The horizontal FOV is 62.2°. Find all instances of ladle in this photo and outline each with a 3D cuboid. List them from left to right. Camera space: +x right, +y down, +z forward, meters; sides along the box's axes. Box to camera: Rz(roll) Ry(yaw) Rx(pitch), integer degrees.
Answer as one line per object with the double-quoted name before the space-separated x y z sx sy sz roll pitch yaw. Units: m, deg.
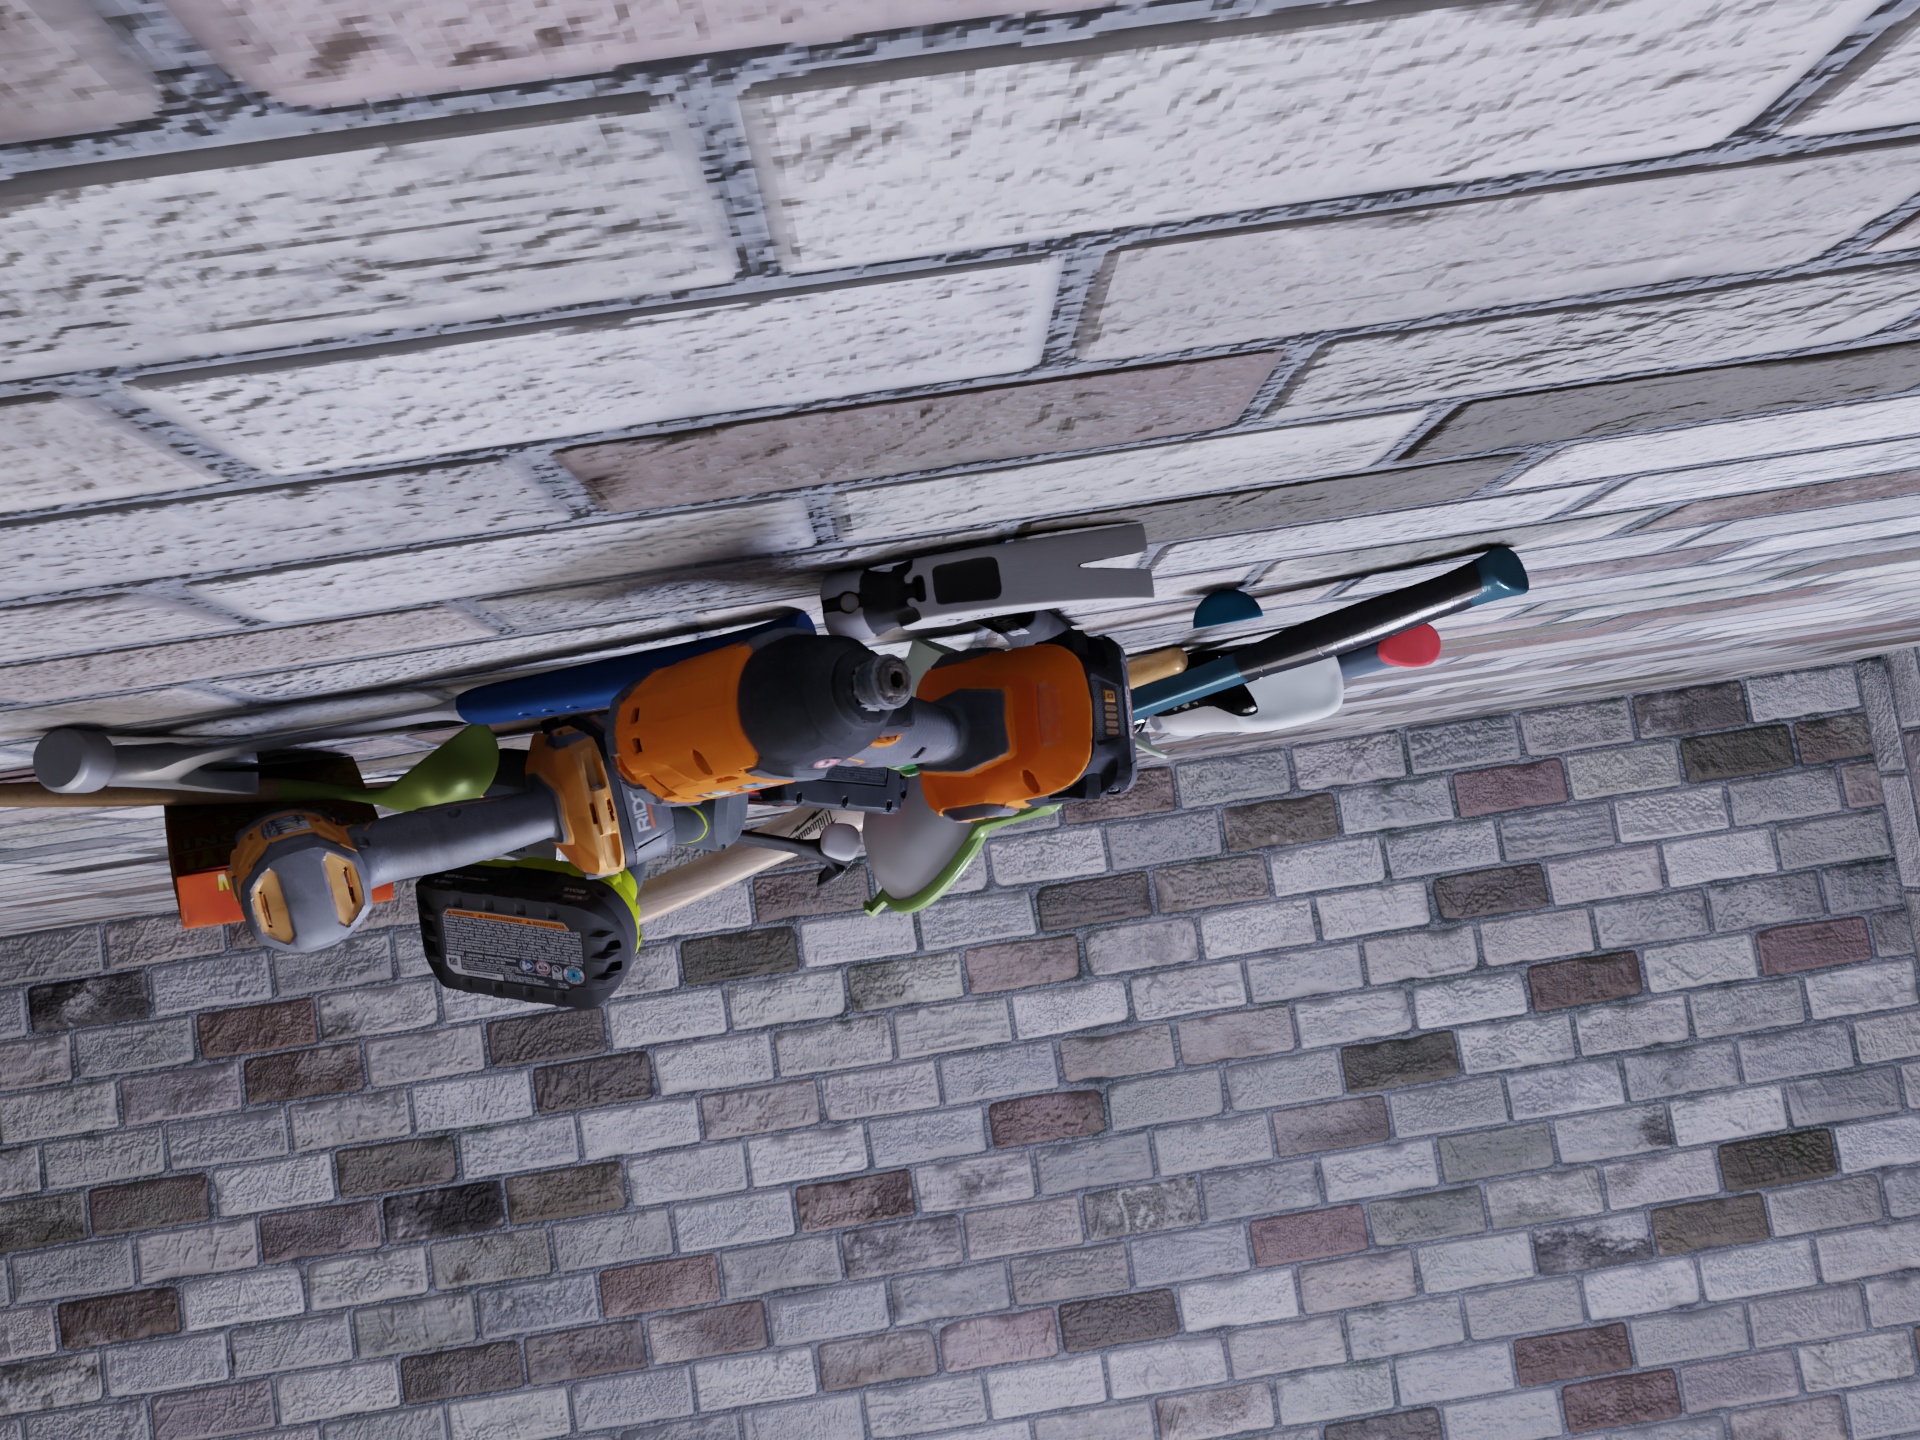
"ladle" -0.456 0.032 1.002 0.320 0.062 0.078 -1 -179 -8

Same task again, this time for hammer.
"hammer" -0.272 -0.006 0.855 0.405 0.035 0.144 -10 174 11
"hammer" -0.255 0.083 1.294 0.336 0.034 0.127 11 162 -11
"hammer" -0.218 0.144 1.424 0.410 0.146 0.038 -23 175 -1
"hammer" 0.041 -0.053 0.858 0.146 0.035 0.334 -9 175 11
"hammer" 0.192 -0.039 1.012 0.331 0.033 0.128 -20 163 24
"hammer" 0.323 -0.039 1.467 0.143 0.038 0.386 -8 175 -22

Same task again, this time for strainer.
"strainer" -0.011 0.064 1.218 0.069 0.151 0.256 33 156 -19

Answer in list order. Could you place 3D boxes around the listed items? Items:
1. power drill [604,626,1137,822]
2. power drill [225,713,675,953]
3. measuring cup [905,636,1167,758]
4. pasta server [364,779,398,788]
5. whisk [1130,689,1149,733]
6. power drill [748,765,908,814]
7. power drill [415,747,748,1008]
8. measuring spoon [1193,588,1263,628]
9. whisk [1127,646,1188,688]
"power drill" -0.021 0.000 0.717 0.226 0.084 0.164 2 170 -44
"power drill" -0.297 0.060 0.907 0.226 0.084 0.185 -16 -167 -25
"measuring cup" 0.040 -0.001 0.940 0.168 0.038 0.083 26 -173 14
"pasta server" -0.435 0.059 1.293 0.316 0.060 0.040 -5 -145 -15
"whisk" 0.061 -0.002 1.426 0.239 0.055 0.055 -3 173 -17
"power drill" -0.142 0.034 1.255 0.143 0.078 0.220 7 172 -28
"power drill" -0.261 0.084 1.047 0.190 0.080 0.229 6 -153 8
"measuring spoon" 0.170 -0.073 0.992 0.042 0.021 0.128 -10 -176 16
"whisk" 0.077 -0.018 1.278 0.245 0.051 0.047 -18 135 37
